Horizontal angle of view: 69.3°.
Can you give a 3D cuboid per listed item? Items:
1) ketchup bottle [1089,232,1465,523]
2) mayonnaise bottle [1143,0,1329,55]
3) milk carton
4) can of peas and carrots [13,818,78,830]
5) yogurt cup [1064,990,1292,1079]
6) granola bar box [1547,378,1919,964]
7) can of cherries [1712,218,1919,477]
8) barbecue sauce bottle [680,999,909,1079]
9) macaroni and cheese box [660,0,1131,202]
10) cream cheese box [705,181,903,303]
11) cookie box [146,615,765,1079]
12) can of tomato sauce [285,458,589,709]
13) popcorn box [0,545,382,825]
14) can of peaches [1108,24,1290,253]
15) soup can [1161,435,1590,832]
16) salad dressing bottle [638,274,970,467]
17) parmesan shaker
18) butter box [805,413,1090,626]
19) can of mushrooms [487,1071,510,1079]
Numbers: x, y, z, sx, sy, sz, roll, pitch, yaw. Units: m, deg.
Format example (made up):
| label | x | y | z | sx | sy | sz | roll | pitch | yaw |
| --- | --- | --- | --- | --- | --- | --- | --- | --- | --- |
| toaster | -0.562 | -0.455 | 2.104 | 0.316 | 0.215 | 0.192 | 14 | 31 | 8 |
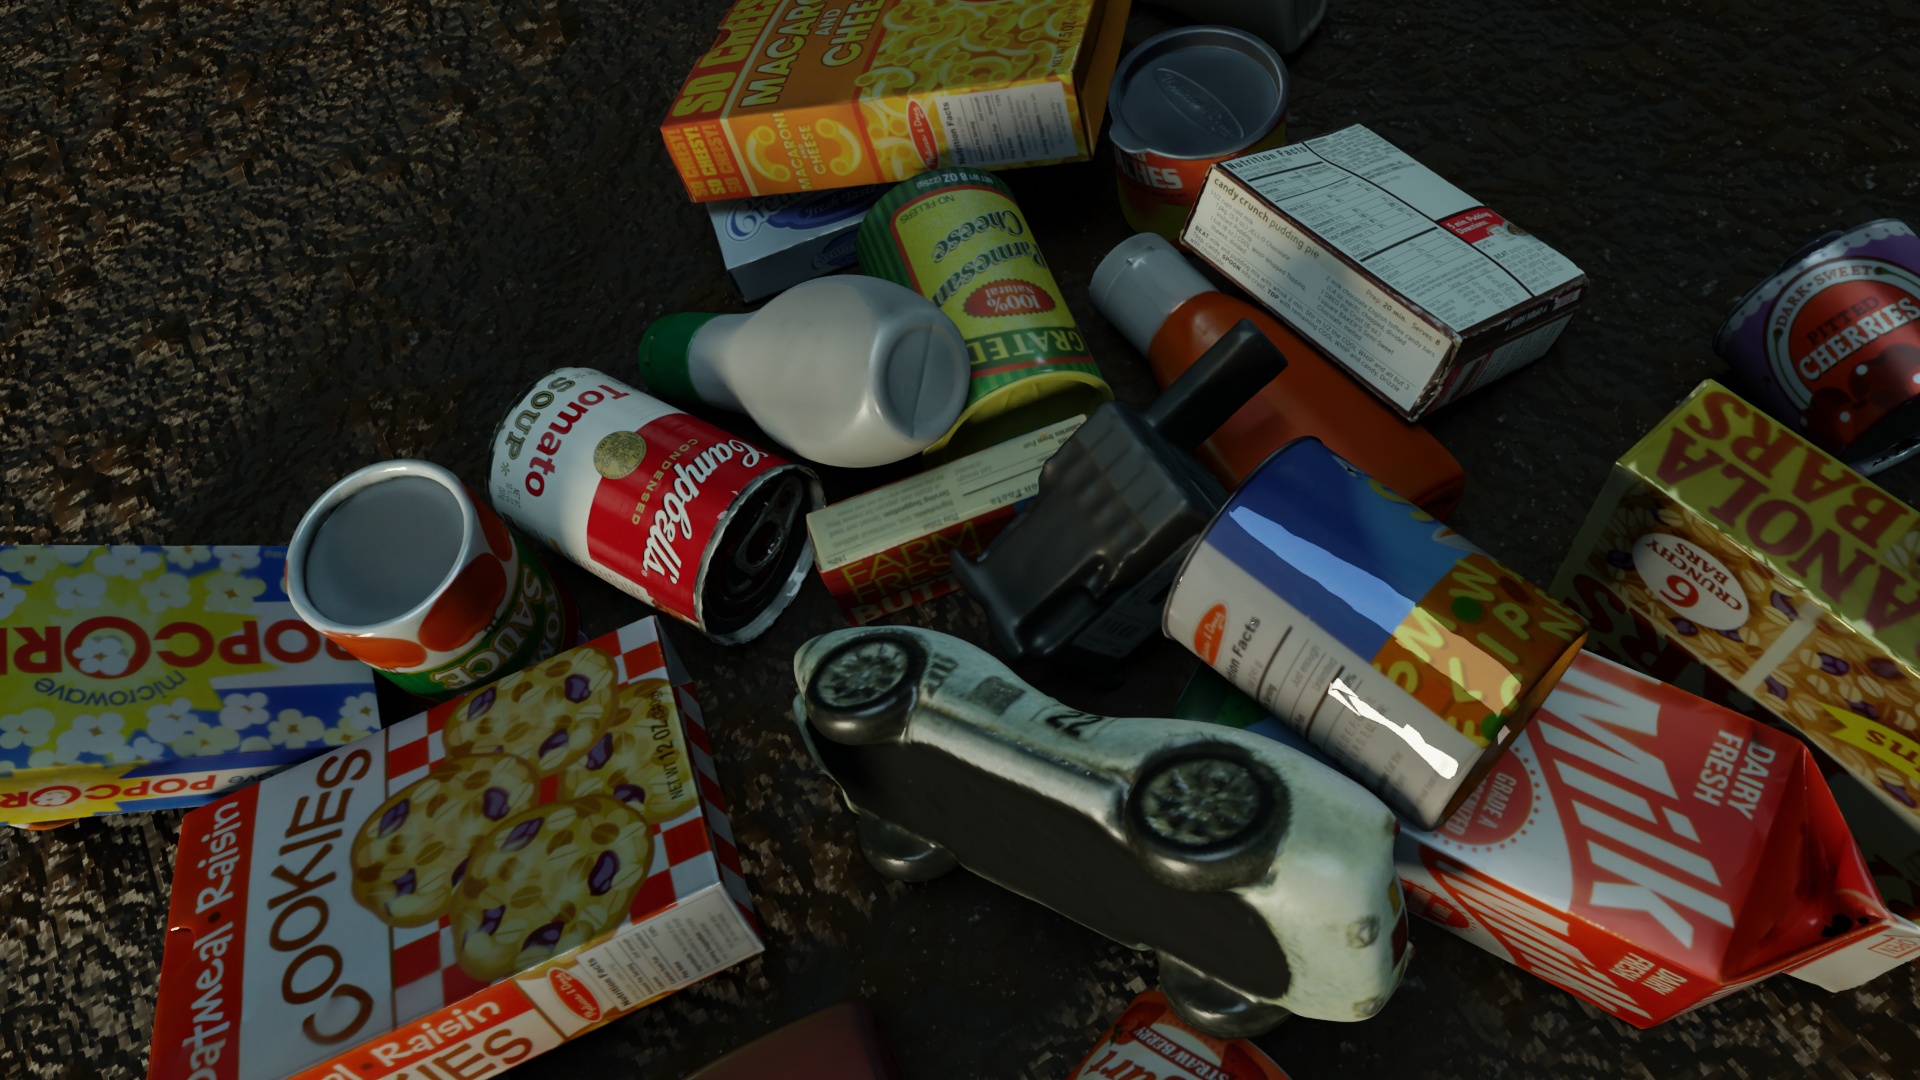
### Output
| label | x | y | z | sx | sy | sz | roll | pitch | yaw |
| --- | --- | --- | --- | --- | --- | --- | --- | --- | --- |
| ketchup bottle | 0.103 | -0.051 | 0.489 | 0.065 | 0.043 | 0.149 | -33 | 62 | -9 |
| mayonnaise bottle | 0.086 | -0.258 | 0.592 | 0.148 | 0.064 | 0.041 | 32 | 70 | 27 |
| milk carton | 0.162 | 0.075 | 0.396 | 0.191 | 0.072 | 0.074 | 25 | 70 | 21 |
| can of peas and carrots | -0.339 | 0.064 | 0.496 | 0.059 | 0.070 | 0.071 | 10 | 65 | 14 |
| yogurt cup | 0.057 | 0.161 | 0.376 | 0.072 | 0.072 | 0.054 | 30 | 64 | 22 |
| granola bar box | 0.240 | 0.047 | 0.367 | 0.039 | 0.123 | 0.166 | -40 | 63 | -11 |
| can of cherries | 0.289 | -0.060 | 0.445 | 0.071 | 0.071 | 0.058 | -22 | 62 | -2 |
| barbecue sauce bottle | -0.083 | 0.191 | 0.396 | 0.149 | 0.043 | 0.065 | -25 | 61 | -3 |
| macaroni and cheese box | -0.022 | -0.195 | 0.559 | 0.166 | 0.040 | 0.124 | -1 | 47 | 18 |
| cream cheese box | -0.052 | -0.140 | 0.574 | 0.104 | 0.024 | 0.053 | -21 | 60 | -2 |
| cookie box | -0.157 | 0.104 | 0.430 | 0.168 | 0.040 | 0.123 | -23 | 41 | -6 |
| can of tomato sauce | -0.177 | 0.020 | 0.479 | 0.071 | 0.082 | 0.071 | -4 | 62 | 8 |
| popcorn box | -0.268 | 0.046 | 0.469 | 0.127 | 0.038 | 0.085 | 1 | 54 | -36 |
| can of peaches | 0.090 | -0.152 | 0.536 | 0.071 | 0.058 | 0.071 | -4 | 63 | 8 |
| soup can | 0.107 | 0.021 | 0.356 | 0.084 | 0.071 | 0.071 | 39 | 75 | 25 |
| salad dressing bottle | -0.061 | -0.062 | 0.491 | 0.147 | 0.044 | 0.064 | 12 | 92 | 46 |
| parmesan shaker | 0.004 | -0.077 | 0.506 | 0.071 | 0.071 | 0.103 | -21 | 61 | -1 |
| butter box | 0.002 | -0.006 | 0.478 | 0.103 | 0.053 | 0.024 | -20 | 64 | 0 |
| can of mushrooms | -0.171 | 0.184 | 0.420 | 0.071 | 0.033 | 0.071 | -4 | 62 | 7 |
